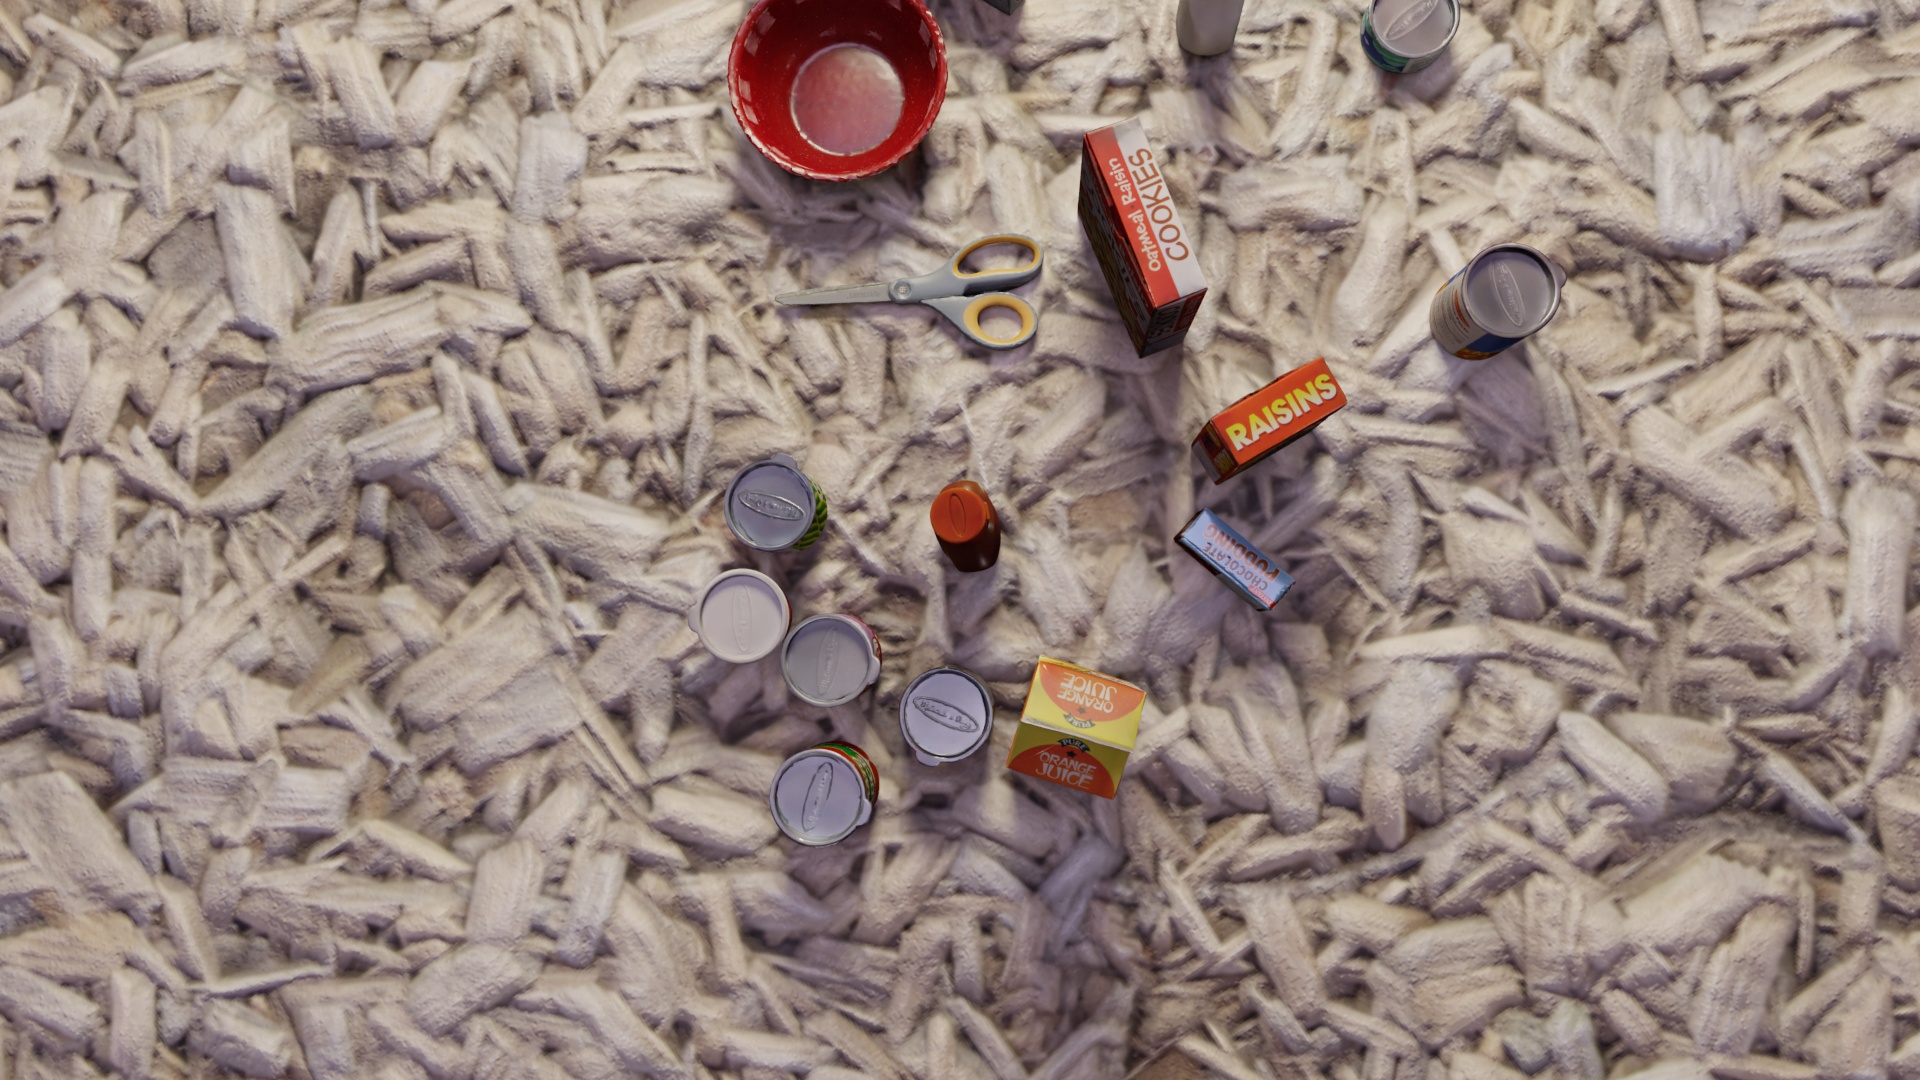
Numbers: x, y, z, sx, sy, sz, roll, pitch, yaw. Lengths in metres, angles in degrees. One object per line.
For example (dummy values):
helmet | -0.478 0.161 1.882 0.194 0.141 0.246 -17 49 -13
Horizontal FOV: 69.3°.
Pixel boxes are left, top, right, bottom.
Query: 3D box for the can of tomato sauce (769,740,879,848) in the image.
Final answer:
can of tomato sauce | -0.092 0.177 0.981 0.071 0.083 0.071 0 86 3

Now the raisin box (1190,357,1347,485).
raisin box | 0.211 -0.081 0.961 0.086 0.123 0.040 -29 85 1

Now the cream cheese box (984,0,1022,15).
cream cheese box | 0.000 -0.435 1.034 0.104 0.053 0.024 33 89 5

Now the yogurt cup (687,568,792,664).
yogurt cup | -0.154 0.055 1.008 0.072 0.054 0.072 0 86 3

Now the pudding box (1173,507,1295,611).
pudding box | 0.194 0.014 0.993 0.084 0.049 0.030 40 90 5

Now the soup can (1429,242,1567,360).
soup can | 0.377 -0.167 0.978 0.071 0.084 0.071 0 86 3

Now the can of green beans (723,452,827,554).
can of green beans | -0.133 -0.023 1.010 0.071 0.058 0.071 0 86 3

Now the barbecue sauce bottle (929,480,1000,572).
barbecue sauce bottle | 0.003 -0.012 0.956 0.044 0.148 0.065 -10 86 3

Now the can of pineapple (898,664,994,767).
can of pineapple | -0.010 0.124 0.993 0.071 0.058 0.071 0 86 3

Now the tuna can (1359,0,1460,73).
tuna can | 0.328 -0.382 1.021 0.071 0.033 0.071 0 86 3

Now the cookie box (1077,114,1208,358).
cookie box | 0.121 -0.202 0.953 0.040 0.167 0.123 -22 85 2

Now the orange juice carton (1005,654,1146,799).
orange juice carton | 0.075 0.122 0.920 0.072 0.192 0.073 17 88 4

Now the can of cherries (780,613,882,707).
can of cherries | -0.089 0.087 1.000 0.071 0.058 0.071 0 86 3

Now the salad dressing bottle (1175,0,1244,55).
salad dressing bottle | 0.179 -0.391 0.973 0.044 0.147 0.064 -4 86 3
